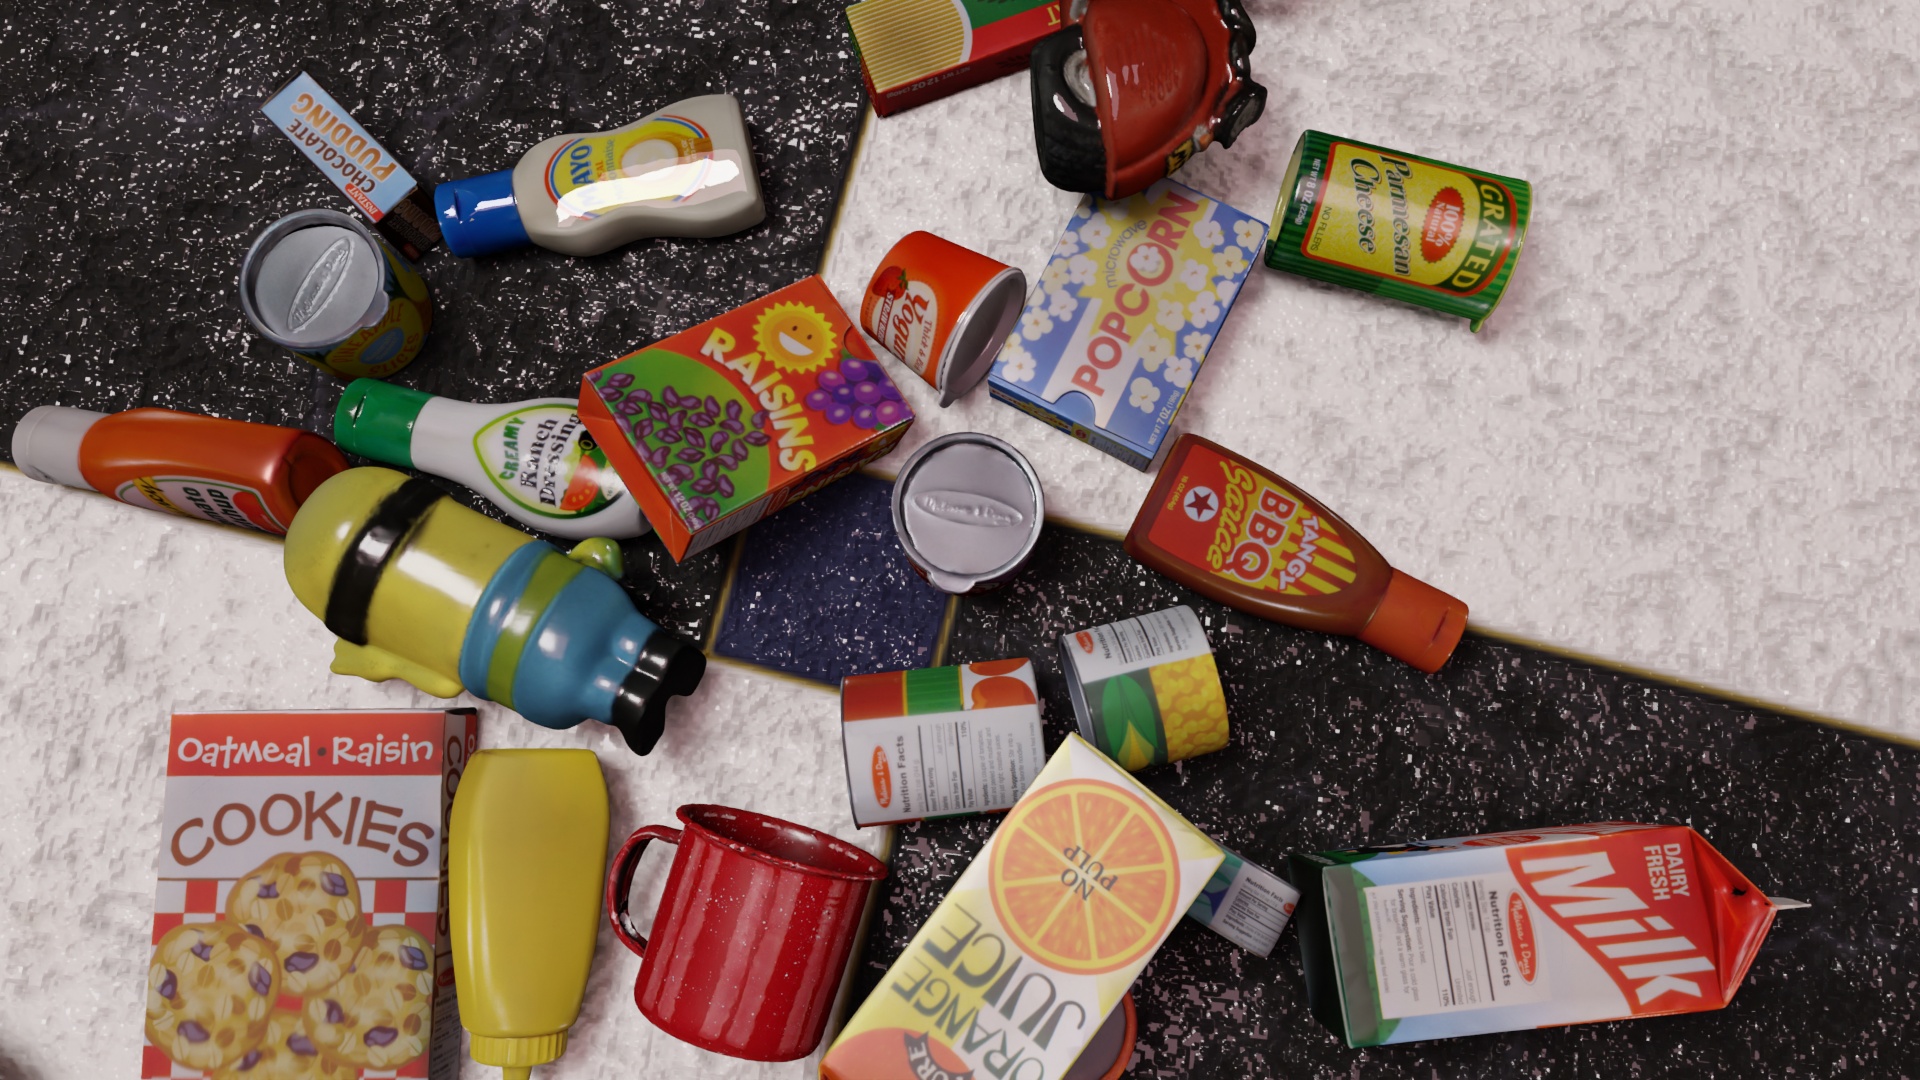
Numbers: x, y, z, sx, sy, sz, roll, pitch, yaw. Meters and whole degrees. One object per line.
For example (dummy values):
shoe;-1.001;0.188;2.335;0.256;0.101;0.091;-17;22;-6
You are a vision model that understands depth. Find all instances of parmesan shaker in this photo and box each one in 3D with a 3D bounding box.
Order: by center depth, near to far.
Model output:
parmesan shaker;0.198;-0.142;0.640;0.103;0.071;0.071;15;81;4

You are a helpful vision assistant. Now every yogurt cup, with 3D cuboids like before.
yogurt cup;-0.009;-0.106;0.639;0.054;0.072;0.072;33;82;14

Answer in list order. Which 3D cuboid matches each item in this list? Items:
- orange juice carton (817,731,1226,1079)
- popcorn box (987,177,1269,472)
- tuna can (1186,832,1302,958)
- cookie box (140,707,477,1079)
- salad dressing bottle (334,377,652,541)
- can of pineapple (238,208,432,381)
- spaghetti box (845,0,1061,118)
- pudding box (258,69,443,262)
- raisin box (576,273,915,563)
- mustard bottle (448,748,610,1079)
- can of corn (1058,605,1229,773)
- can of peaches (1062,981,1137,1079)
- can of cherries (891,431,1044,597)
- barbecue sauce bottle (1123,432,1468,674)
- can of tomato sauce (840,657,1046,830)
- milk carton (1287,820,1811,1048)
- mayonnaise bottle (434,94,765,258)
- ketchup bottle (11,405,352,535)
orange juice carton;0.013;0.171;0.524;0.073;0.071;0.193;37;84;12
popcorn box;0.078;-0.107;0.649;0.085;0.038;0.127;27;81;4
tuna can;0.107;0.145;0.592;0.071;0.071;0.033;30;83;6
cookie box;-0.282;0.157;0.609;0.123;0.040;0.167;0;81;1
salad dressing bottle;-0.210;-0.041;0.640;0.148;0.044;0.064;13;79;4
can of pineapple;-0.288;-0.111;0.647;0.071;0.058;0.071;0;81;1
spaghetti box;0.068;-0.275;0.684;0.250;0.028;0.050;-20;81;-2
pudding box;-0.287;-0.178;0.663;0.084;0.049;0.030;45;82;7
raisin box;-0.094;-0.057;0.620;0.124;0.040;0.086;-30;79;-30
mustard bottle;-0.188;0.170;0.595;0.065;0.048;0.160;6;81;-31
can of corn;0.080;0.068;0.606;0.058;0.071;0.071;-14;80;-2
can of peaches;0.042;0.198;0.586;0.071;0.058;0.071;0;80;2
can of cherries;0.002;-0.008;0.623;0.071;0.058;0.071;0;81;0
barbecue sauce bottle;0.152;0.011;0.625;0.148;0.043;0.065;27;81;5
can of tomato sauce;-0.007;0.087;0.604;0.083;0.071;0.071;-6;80;0
milk carton;0.243;0.160;0.583;0.191;0.072;0.073;-6;80;1
mayonnaise bottle;-0.171;-0.167;0.663;0.148;0.041;0.065;-13;82;-2
ketchup bottle;-0.357;-0.035;0.635;0.149;0.064;0.044;9;65;12
